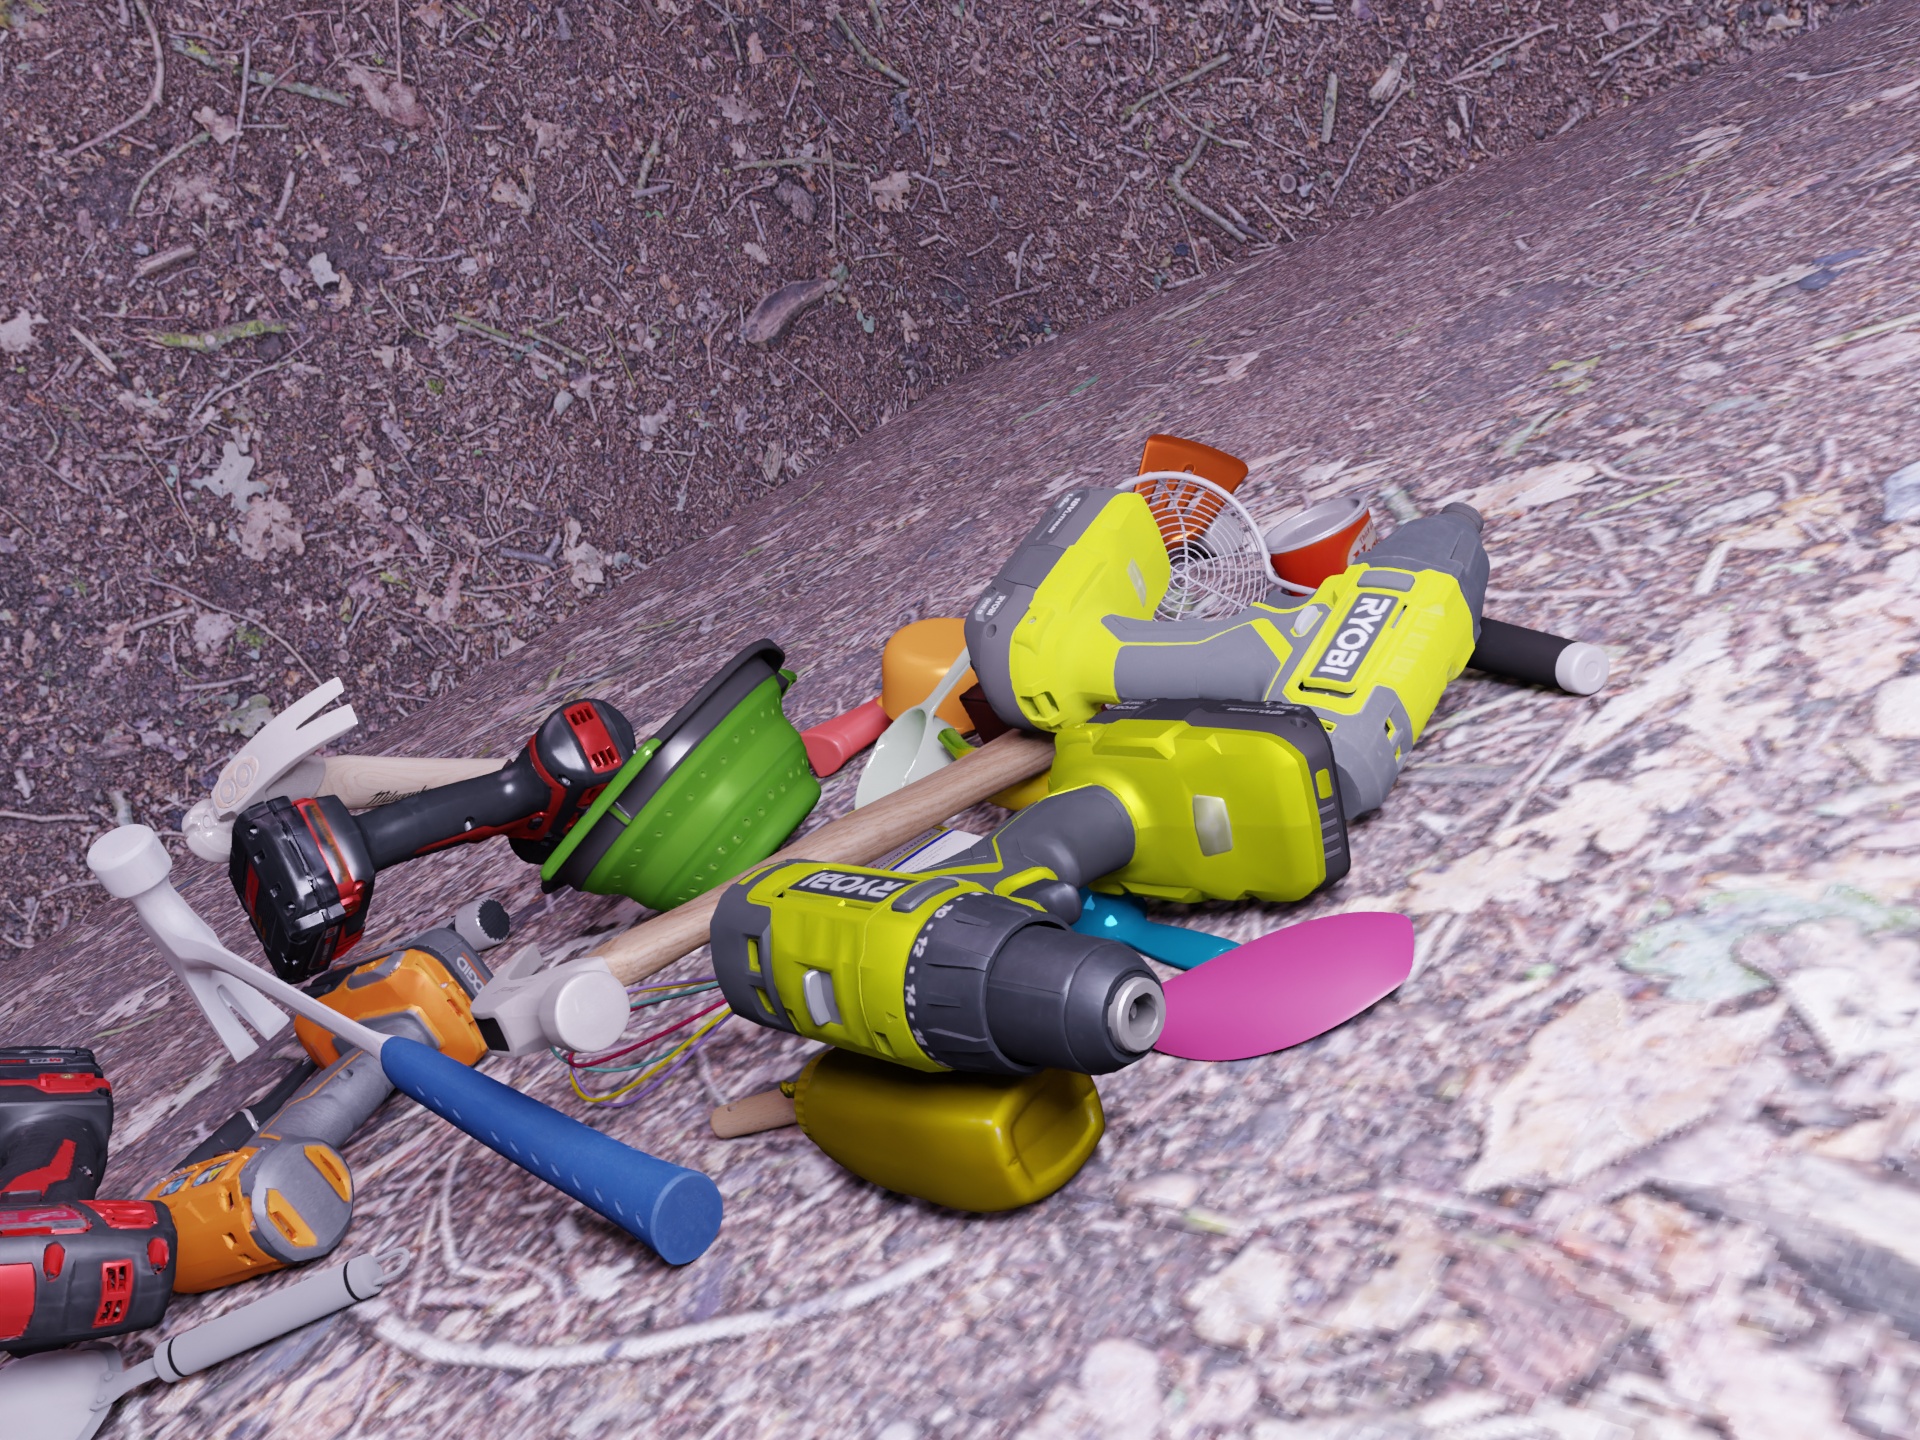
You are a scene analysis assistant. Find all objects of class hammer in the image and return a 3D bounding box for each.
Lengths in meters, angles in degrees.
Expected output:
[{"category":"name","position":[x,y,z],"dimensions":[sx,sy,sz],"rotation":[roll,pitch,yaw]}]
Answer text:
[{"category":"hammer","position":[0.037,-0.065,1.199],"dimensions":[0.359,0.036,0.149],"rotation":[-31,16,-12]},{"category":"hammer","position":[-0.074,0.069,0.739],"dimensions":[0.331,0.031,0.130],"rotation":[-26,7,-40]},{"category":"hammer","position":[-0.263,0.156,0.734],"dimensions":[0.406,0.144,0.035],"rotation":[15,45,35]},{"category":"hammer","position":[-0.296,0.035,1.069],"dimensions":[0.146,0.038,0.410],"rotation":[-38,-19,24]},{"category":"hammer","position":[-0.450,0.248,1.028],"dimensions":[0.149,0.036,0.409],"rotation":[-22,17,25]}]

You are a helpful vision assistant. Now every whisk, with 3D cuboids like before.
[{"category":"whisk","position":[-0.111,0.124,0.748],"dimensions":[0.245,0.051,0.047],"rotation":[-29,25,31]}]

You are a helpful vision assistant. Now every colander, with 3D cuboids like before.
[{"category":"colander","position":[-0.140,0.037,1.050],"dimensions":[0.204,0.094,0.397],"rotation":[-48,2,15]}]

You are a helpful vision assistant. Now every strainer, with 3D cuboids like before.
[{"category":"strainer","position":[-0.371,0.296,0.736],"dimensions":[0.258,0.050,0.087],"rotation":[-24,31,2]}]

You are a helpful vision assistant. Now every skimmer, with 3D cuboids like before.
[{"category":"skimmer","position":[0.176,-0.058,0.840],"dimensions":[0.090,0.127,0.363],"rotation":[-1,13,-23]}]

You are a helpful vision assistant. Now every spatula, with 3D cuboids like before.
[{"category":"spatula","position":[0.100,-0.089,1.094],"dimensions":[0.081,0.041,0.323],"rotation":[23,50,19]}]

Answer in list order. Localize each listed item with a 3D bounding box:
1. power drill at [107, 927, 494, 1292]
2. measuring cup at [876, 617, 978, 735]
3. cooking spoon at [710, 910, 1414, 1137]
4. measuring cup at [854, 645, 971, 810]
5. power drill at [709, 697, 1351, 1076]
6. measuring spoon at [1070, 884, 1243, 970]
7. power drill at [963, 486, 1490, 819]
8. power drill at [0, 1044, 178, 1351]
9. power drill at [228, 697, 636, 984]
[{"category":"power drill","position":[-0.372,0.223,0.894],"dimensions":[0.164,0.084,0.227],"rotation":[-21,21,24]},{"category":"measuring cup","position":[-0.011,-0.015,1.049],"dimensions":[0.095,0.052,0.174],"rotation":[0,28,1]},{"category":"cooking spoon","position":[0.026,0.128,0.632],"dimensions":[0.319,0.017,0.069],"rotation":[-21,24,26]},{"category":"measuring cup","position":[-0.002,-0.003,0.945],"dimensions":[0.167,0.038,0.083],"rotation":[-54,21,9]},{"category":"power drill","position":[0.045,0.062,0.596],"dimensions":[0.228,0.080,0.191],"rotation":[-24,17,-41]},{"category":"measuring spoon","position":[0.080,0.085,0.673],"dimensions":[0.042,0.021,0.129],"rotation":[-34,17,-21]},{"category":"power drill","position":[0.129,-0.047,0.759],"dimensions":[0.223,0.080,0.171],"rotation":[11,54,39]},{"category":"power drill","position":[-0.468,0.229,0.758],"dimensions":[0.143,0.078,0.220],"rotation":[7,6,-36]},{"category":"power drill","position":[-0.315,0.074,0.966],"dimensions":[0.226,0.080,0.188],"rotation":[-24,-12,-33]}]
